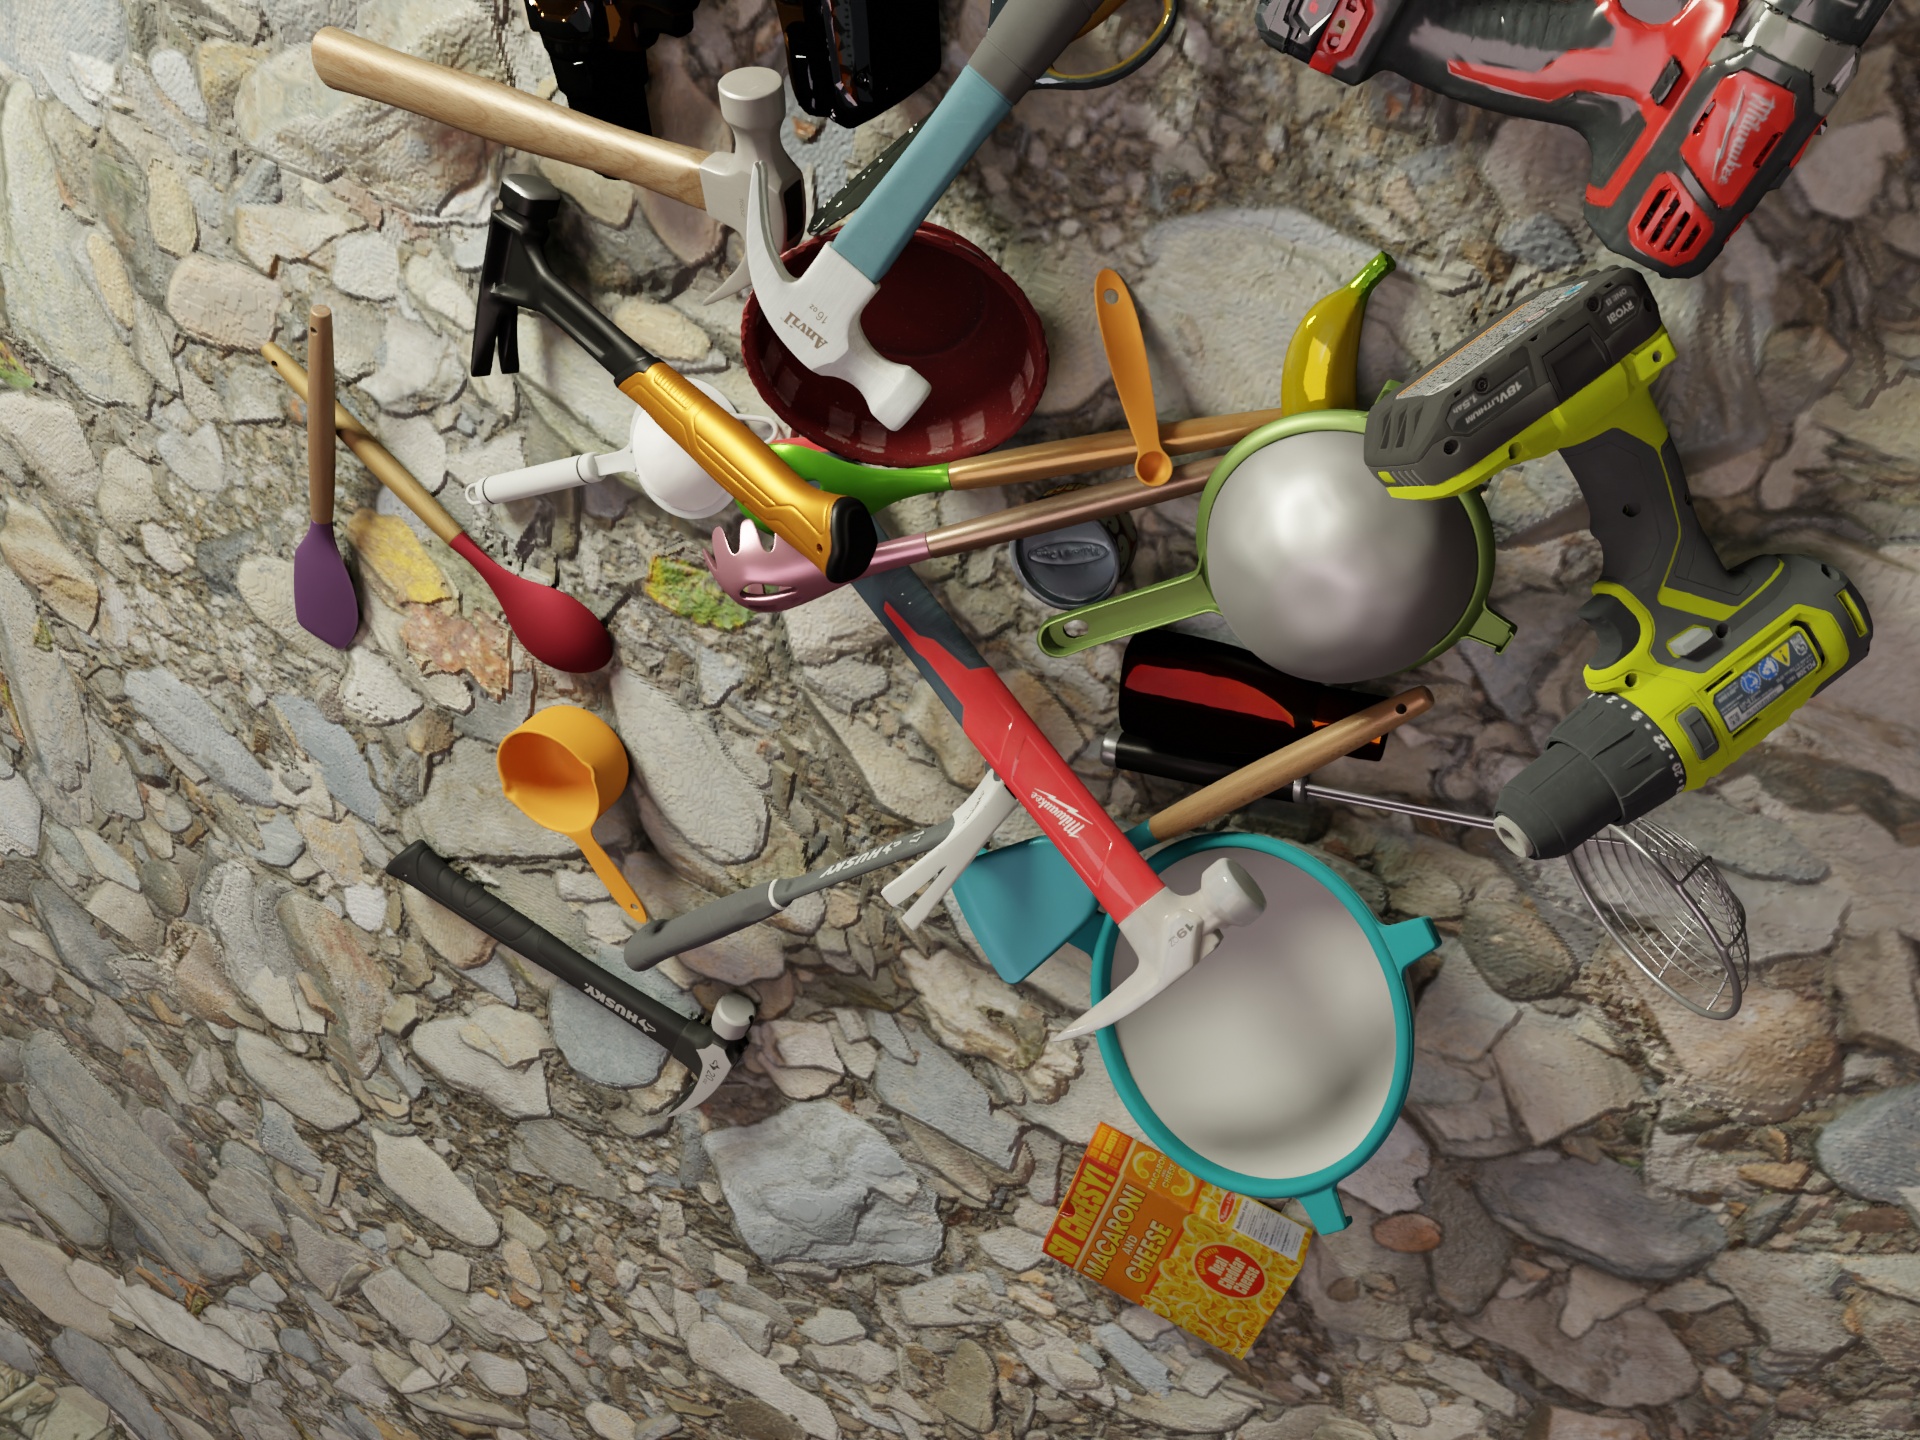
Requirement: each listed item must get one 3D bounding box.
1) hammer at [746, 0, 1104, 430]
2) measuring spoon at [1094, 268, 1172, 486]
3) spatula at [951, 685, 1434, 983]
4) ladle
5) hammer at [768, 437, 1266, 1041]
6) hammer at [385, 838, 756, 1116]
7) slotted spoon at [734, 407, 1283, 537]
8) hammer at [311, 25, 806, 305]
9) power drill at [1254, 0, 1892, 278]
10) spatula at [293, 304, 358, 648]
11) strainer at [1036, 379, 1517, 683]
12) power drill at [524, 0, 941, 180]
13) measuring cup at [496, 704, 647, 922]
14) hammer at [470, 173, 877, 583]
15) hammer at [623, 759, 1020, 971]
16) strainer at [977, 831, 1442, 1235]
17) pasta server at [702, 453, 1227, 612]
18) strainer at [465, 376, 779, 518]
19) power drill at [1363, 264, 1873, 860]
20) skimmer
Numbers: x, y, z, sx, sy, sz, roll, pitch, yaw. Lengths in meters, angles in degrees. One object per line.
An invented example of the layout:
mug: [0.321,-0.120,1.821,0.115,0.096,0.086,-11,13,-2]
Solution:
hammer: [0.024,-0.296,0.716,0.128,0.033,0.331,38,108,-12]
measuring spoon: [0.088,-0.177,0.822,0.021,0.011,0.117,-13,87,-8]
spatula: [0.127,0.057,0.902,0.317,0.044,0.082,-32,84,36]
ladle: [-0.365,-0.145,1.098,0.315,0.031,0.069,45,130,-3]
hammer: [-0.001,-0.003,0.914,0.143,0.038,0.386,-42,79,18]
hammer: [-0.325,0.198,1.292,0.335,0.035,0.146,31,129,7]
slotted spoon: [0.019,-0.138,0.859,0.314,0.031,0.070,-7,133,15]
hammer: [-0.221,-0.314,0.850,0.331,0.031,0.129,24,145,22]
power drill: [0.256,-0.306,0.639,0.227,0.080,0.187,29,129,4]
spatula: [-0.447,-0.160,1.117,0.060,0.018,0.315,30,137,6]
strainer: [0.139,-0.060,0.814,0.256,0.069,0.151,-15,114,34]
power drill: [-0.125,-0.356,0.803,0.226,0.084,0.185,17,134,22]
measuring cup: [-0.265,0.067,1.166,0.095,0.052,0.173,-15,114,34]
hammer: [-0.167,-0.174,0.887,0.337,0.034,0.127,41,127,27]
hammer: [-0.114,0.119,1.084,0.409,0.149,0.036,-25,109,44]
strainer: [0.142,0.146,0.986,0.341,0.095,0.211,25,109,39]
pasta server: [0.009,-0.108,0.861,0.316,0.040,0.060,-13,148,13]
strainer: [-0.229,-0.160,1.009,0.258,0.050,0.087,-5,102,34]
power drill: [0.283,-0.066,0.719,0.190,0.080,0.228,-36,102,-5]
skimmer: [0.241,0.074,0.880,0.363,0.090,0.127,11,154,23]
